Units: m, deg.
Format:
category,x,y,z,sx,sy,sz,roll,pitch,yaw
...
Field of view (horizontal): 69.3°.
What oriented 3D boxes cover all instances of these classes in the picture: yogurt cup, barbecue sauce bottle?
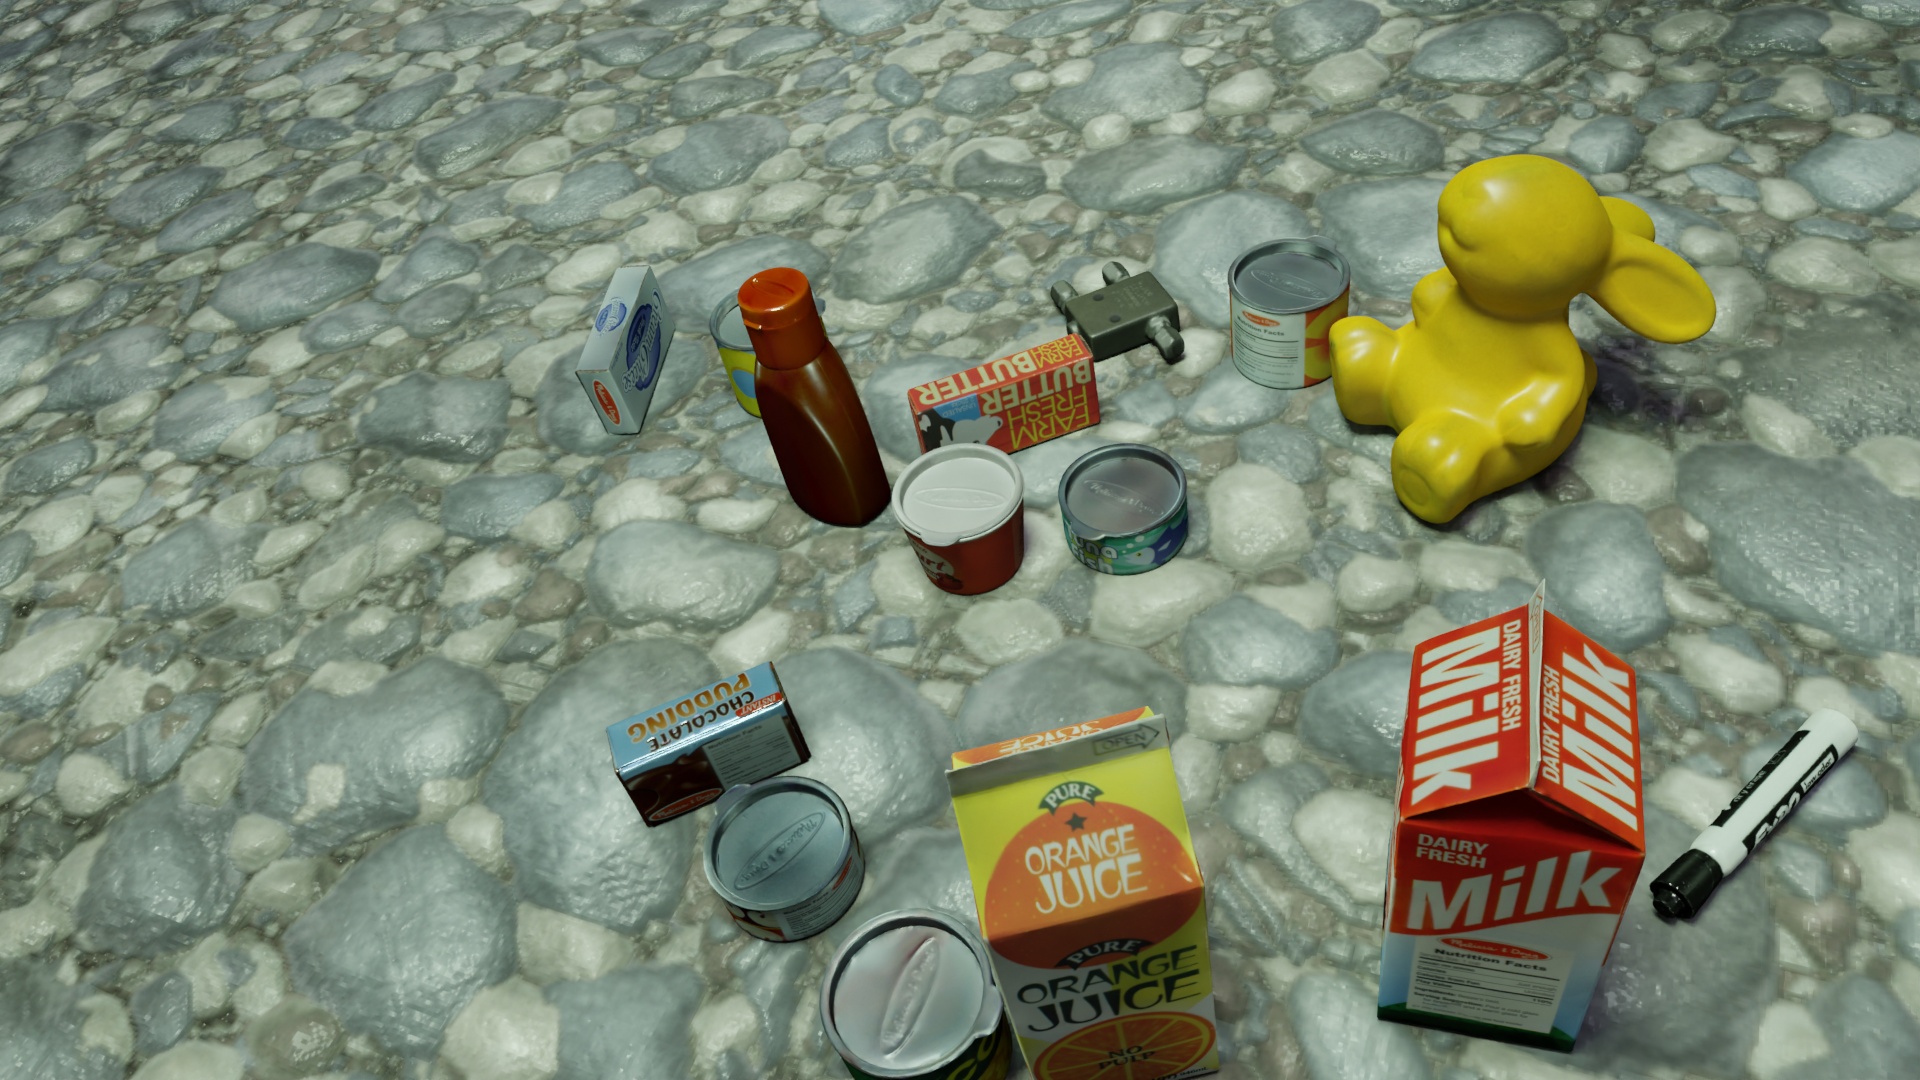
category,x,y,z,sx,sy,sz,roll,pitch,yaw
yogurt cup,0.003,-0.009,0.718,0.072,0.053,0.073,-6,47,7
barbecue sauce bottle,-0.080,-0.074,0.732,0.065,0.147,0.044,25,58,31

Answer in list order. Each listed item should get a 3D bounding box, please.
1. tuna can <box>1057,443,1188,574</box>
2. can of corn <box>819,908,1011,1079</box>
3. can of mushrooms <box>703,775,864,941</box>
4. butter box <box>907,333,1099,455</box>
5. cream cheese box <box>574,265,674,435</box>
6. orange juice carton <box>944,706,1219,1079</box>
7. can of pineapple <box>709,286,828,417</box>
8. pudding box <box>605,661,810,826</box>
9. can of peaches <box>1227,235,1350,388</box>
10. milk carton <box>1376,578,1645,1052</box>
category,x,y,z,sx,sy,sz,roll,pitch,yaw
tuna can,0.084,-0.015,0.720,0.071,0.032,0.071,-6,47,7
can of corn,-0.013,0.187,0.539,0.071,0.058,0.071,-6,47,7
can of mushrooms,-0.079,0.139,0.615,0.071,0.033,0.071,-6,47,7
butter box,0.025,-0.075,0.774,0.103,0.053,0.024,-19,47,-5
cream cheese box,-0.208,-0.120,0.868,0.024,0.053,0.104,-3,48,10
orange juice carton,0.045,0.125,0.491,0.072,0.191,0.073,-13,47,1
can of pineapple,-0.110,-0.116,0.839,0.071,0.057,0.071,-6,47,7
pudding box,-0.118,0.096,0.652,0.084,0.049,0.030,-23,47,-8
can of peaches,0.187,-0.129,0.785,0.071,0.057,0.071,-6,47,7
milk carton,0.189,0.100,0.483,0.073,0.189,0.073,5,50,17
